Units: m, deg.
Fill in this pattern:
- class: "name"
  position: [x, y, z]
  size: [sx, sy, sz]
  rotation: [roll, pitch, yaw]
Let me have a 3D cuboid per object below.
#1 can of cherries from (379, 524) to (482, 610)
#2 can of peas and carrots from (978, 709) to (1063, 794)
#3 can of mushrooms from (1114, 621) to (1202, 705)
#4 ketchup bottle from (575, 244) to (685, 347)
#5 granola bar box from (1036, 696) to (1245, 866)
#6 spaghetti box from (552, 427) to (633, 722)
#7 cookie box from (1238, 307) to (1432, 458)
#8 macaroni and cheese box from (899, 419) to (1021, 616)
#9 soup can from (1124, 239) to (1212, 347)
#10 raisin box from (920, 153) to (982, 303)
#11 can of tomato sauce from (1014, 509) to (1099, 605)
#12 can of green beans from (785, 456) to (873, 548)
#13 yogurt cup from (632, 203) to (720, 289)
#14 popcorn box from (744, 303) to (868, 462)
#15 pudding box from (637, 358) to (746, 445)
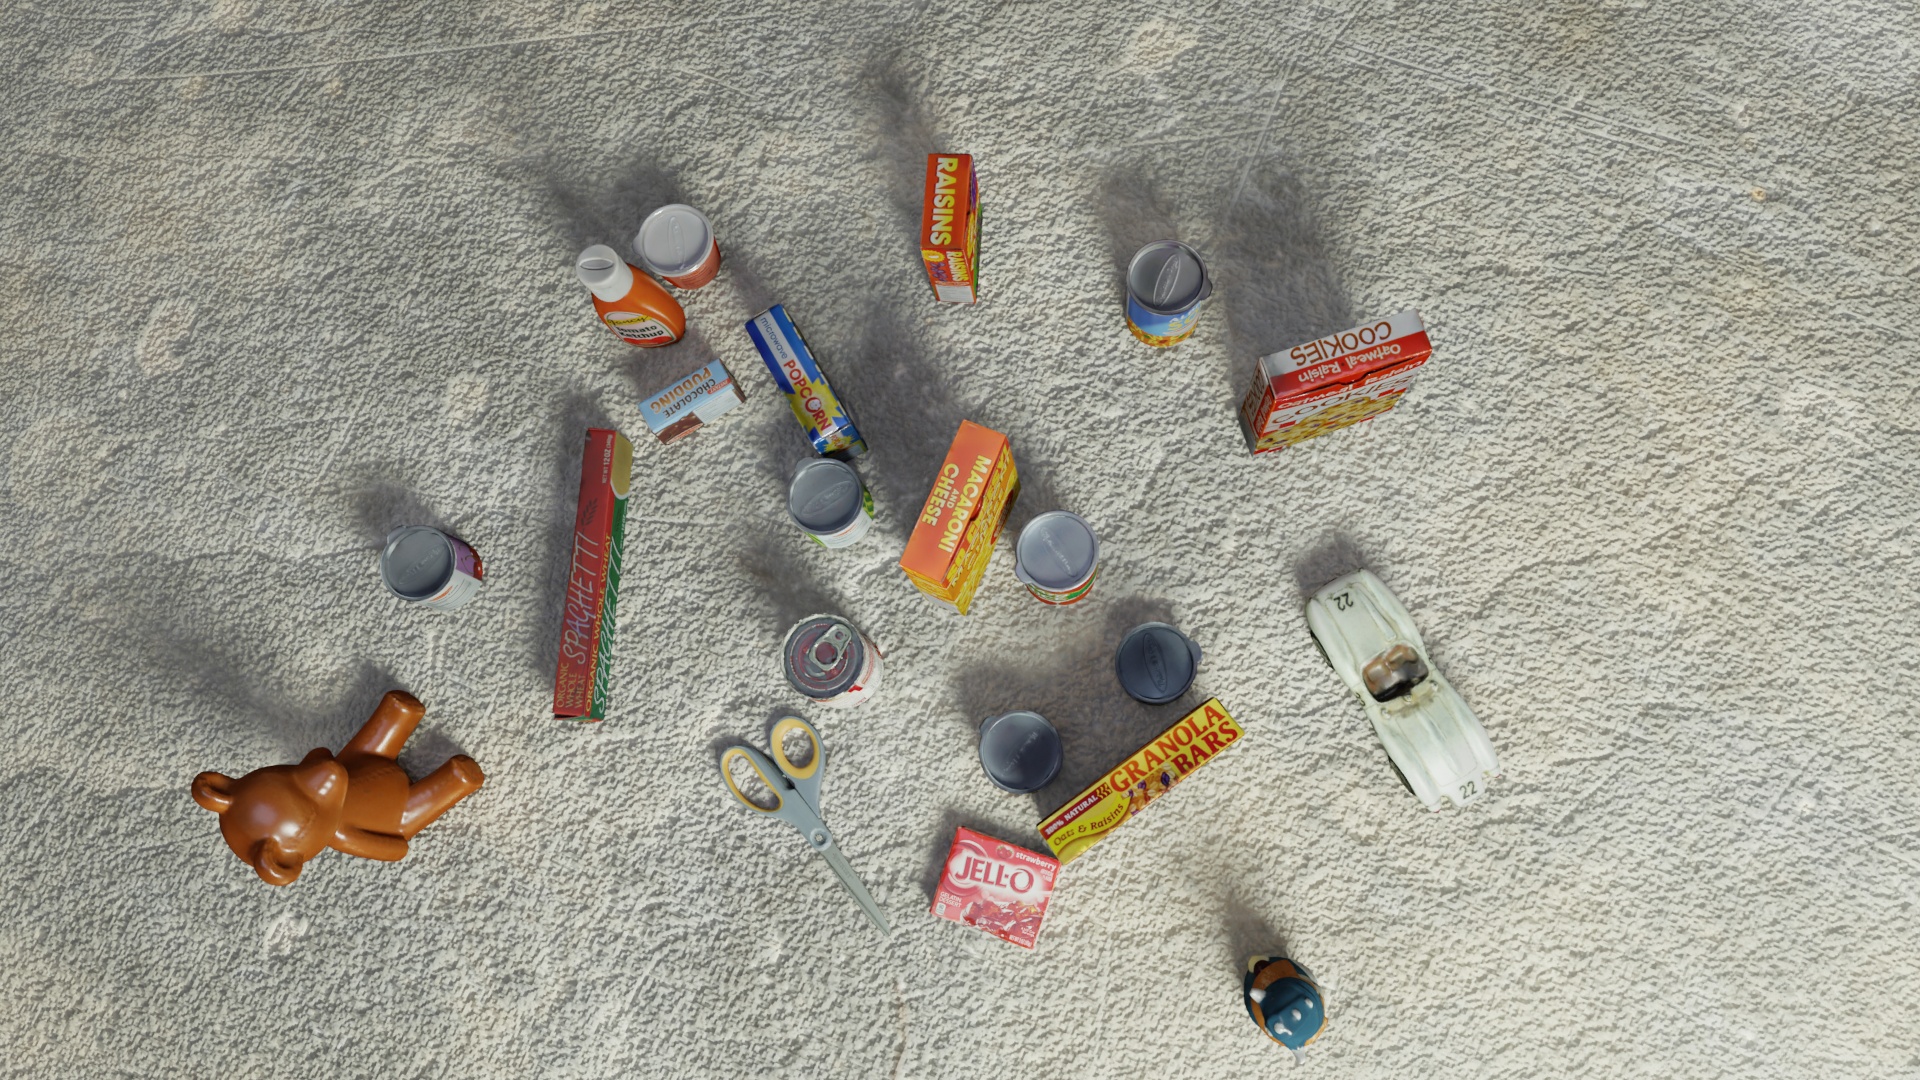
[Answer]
- class: "can of cherries"
  position: [-0.456, 0.022, 1.197]
  size: [0.071, 0.058, 0.071]
  rotation: [-1, 78, 5]
- class: "can of peas and carrots"
  position: [0.048, 0.170, 1.117]
  size: [0.071, 0.058, 0.071]
  rotation: [-1, 78, 5]
- class: "can of mushrooms"
  position: [0.161, 0.101, 1.134]
  size: [0.071, 0.033, 0.071]
  rotation: [-1, 78, 5]
- class: "ketchup bottle"
  position: [-0.284, -0.208, 1.183]
  size: [0.065, 0.148, 0.043]
  rotation: [-1, 79, 6]
- class: "granola bar box"
  position: [0.137, 0.186, 1.071]
  size: [0.165, 0.124, 0.039]
  rotation: [-36, 78, -2]
- class: "spaghetti box"
  position: [-0.312, 0.030, 1.186]
  size: [0.029, 0.050, 0.250]
  rotation: [2, 78, 6]
- class: "cookie box"
  position: [0.291, -0.120, 1.099]
  size: [0.123, 0.167, 0.040]
  rotation: [-18, 78, 2]
- class: "macaroni and cheese box"
  position: [0.004, -0.014, 1.105]
  size: [0.040, 0.166, 0.124]
  rotation: [22, 82, 10]
- class: "soup can"
  position: [0.174, -0.206, 1.171]
  size: [0.071, 0.083, 0.071]
  rotation: [-1, 78, 5]
- class: "raisin box"
  position: [-0.006, -0.263, 1.181]
  size: [0.040, 0.123, 0.086]
  rotation: [4, 79, 7]
- class: "can of tomato sauce"
  position: [0.079, 0.017, 1.134]
  size: [0.071, 0.083, 0.071]
  rotation: [-1, 78, 5]
- class: "can of green beans"
  position: [-0.110, -0.031, 1.175]
  size: [0.071, 0.057, 0.071]
  rotation: [-1, 78, 5]
- class: "yogurt cup"
  position: [-0.247, -0.258, 1.239]
  size: [0.072, 0.054, 0.072]
  rotation: [-1, 78, 5]
- class: "popcorn box"
  position: [-0.131, -0.131, 1.184]
  size: [0.038, 0.085, 0.127]
  rotation: [-30, 77, -1]
- class: "pudding box"
  position: [-0.234, -0.120, 1.210]
  size: [0.084, 0.049, 0.030]
  rotation: [-30, 77, -1]
